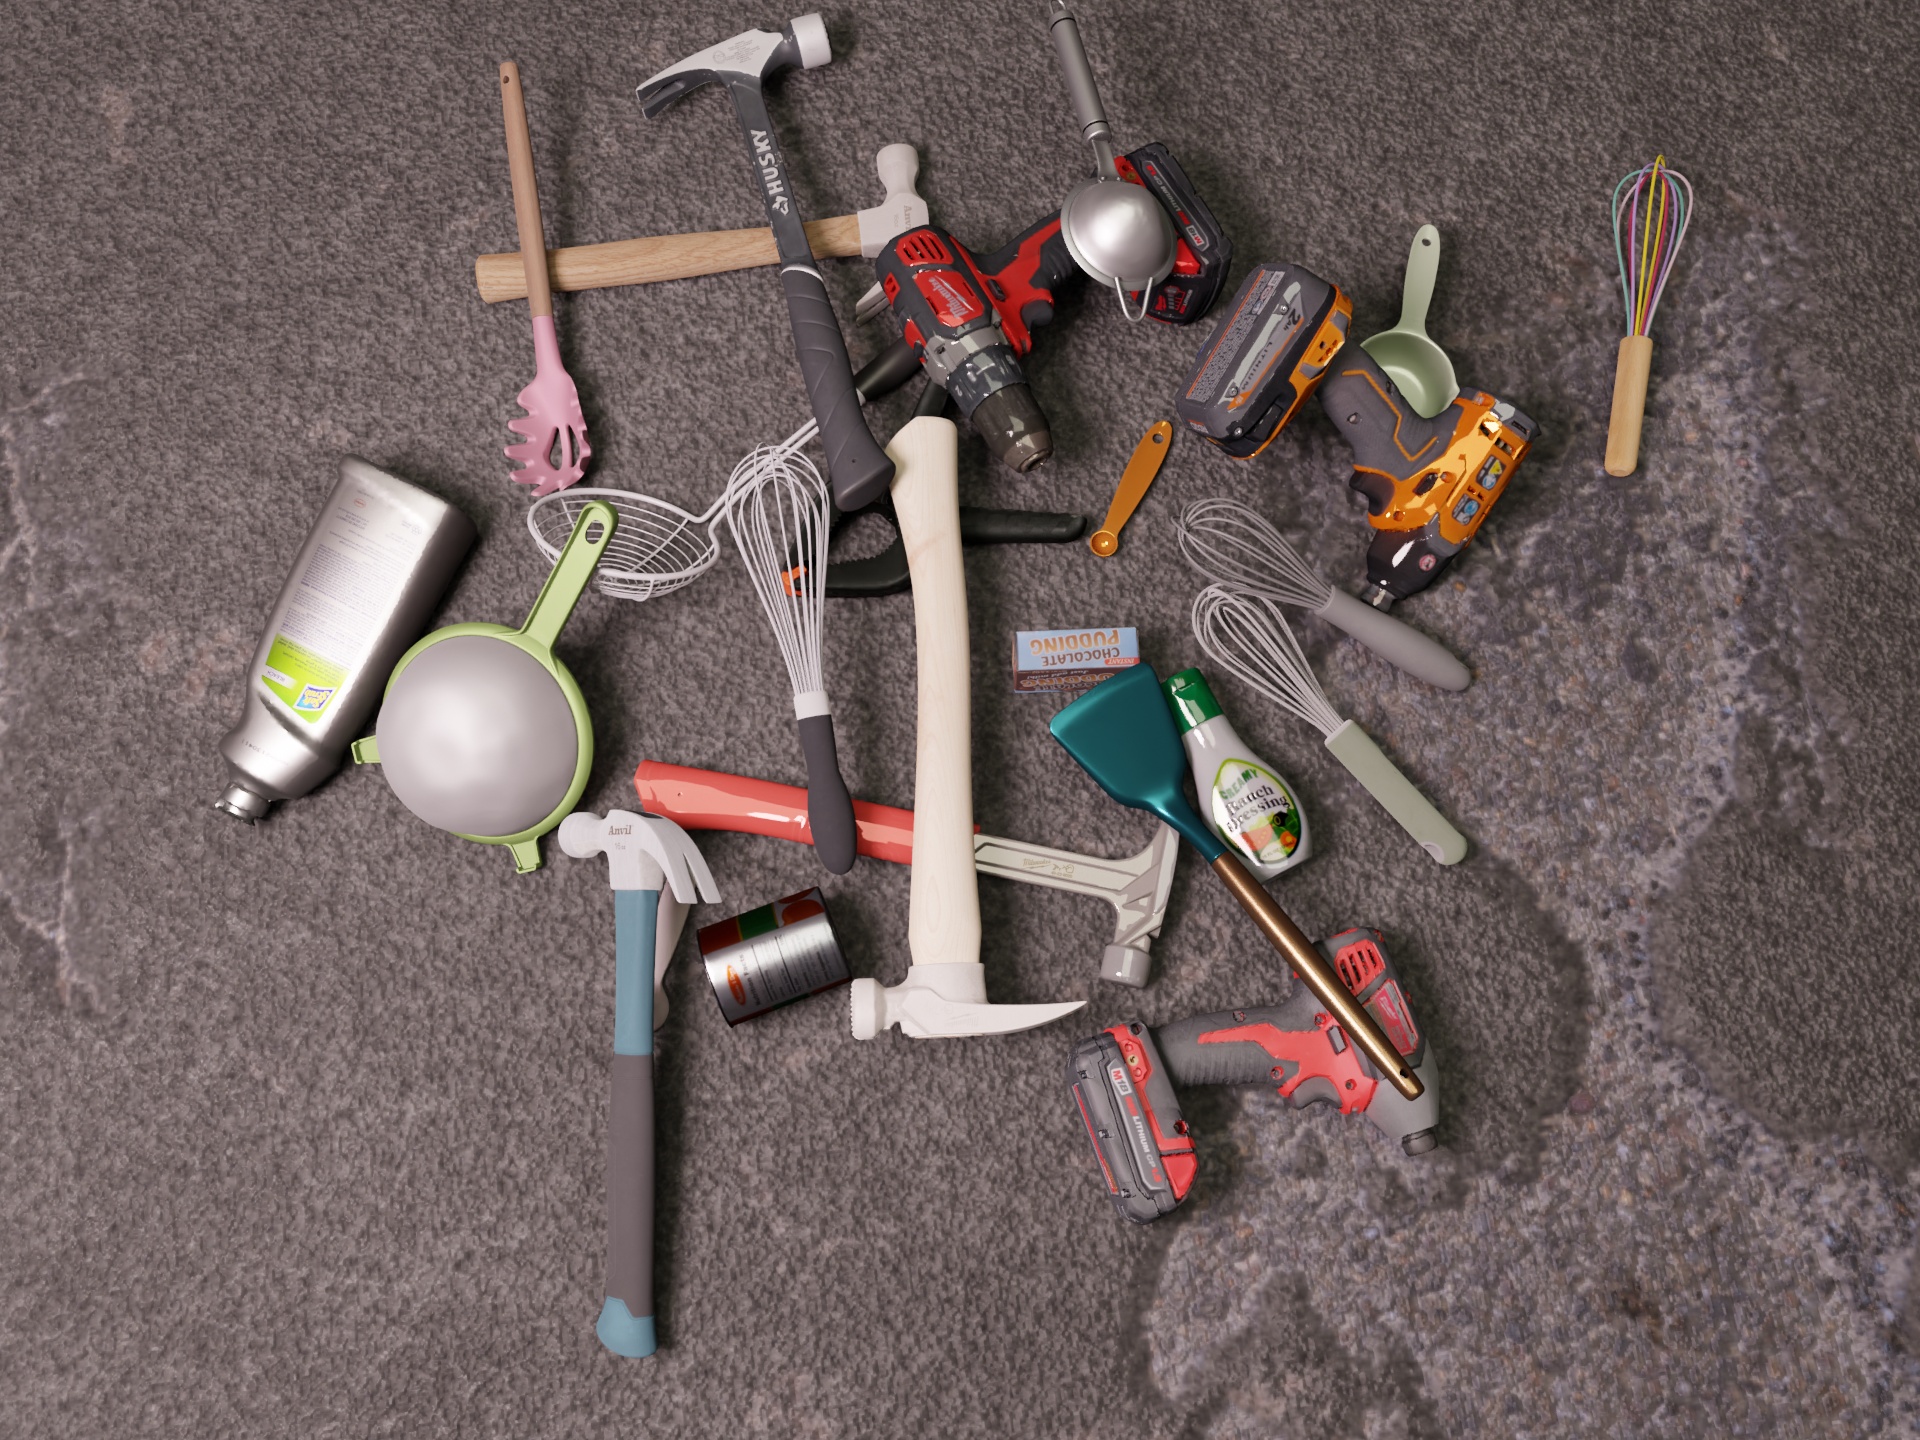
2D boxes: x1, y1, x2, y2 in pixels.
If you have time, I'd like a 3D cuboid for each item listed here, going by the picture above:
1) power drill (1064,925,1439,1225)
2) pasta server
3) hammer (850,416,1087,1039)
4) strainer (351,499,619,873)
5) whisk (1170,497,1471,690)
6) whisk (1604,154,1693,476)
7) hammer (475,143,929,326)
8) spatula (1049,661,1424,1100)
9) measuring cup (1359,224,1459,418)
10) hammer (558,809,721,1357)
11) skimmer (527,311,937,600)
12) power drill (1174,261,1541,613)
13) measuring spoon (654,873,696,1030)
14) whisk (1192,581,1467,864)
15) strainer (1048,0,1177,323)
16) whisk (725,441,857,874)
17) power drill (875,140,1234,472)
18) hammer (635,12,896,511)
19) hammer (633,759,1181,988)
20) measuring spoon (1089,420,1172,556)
[{"bbox_3d":[0.187,0.228,0.990,0.219,0.078,0.143,-19,76,-7],"label":"power drill"},{"bbox_3d":[-0.303,-0.313,1.127,0.060,0.040,0.316,-9,88,14],"label":"pasta server"},{"bbox_3d":[-0.002,-0.003,1.034,0.146,0.038,0.411,-2,76,-2],"label":"hammer"},{"bbox_3d":[-0.291,-0.027,1.007,0.151,0.069,0.256,34,108,3],"label":"strainer"},{"bbox_3d":[0.242,-0.080,1.059,0.239,0.055,0.055,28,77,-12],"label":"whisk"},{"bbox_3d":[0.485,-0.292,1.137,0.051,0.047,0.245,12,79,2],"label":"whisk"},{"bbox_3d":[-0.187,-0.340,1.164,0.331,0.031,0.130,-7,75,-1],"label":"hammer"},{"bbox_3d":[0.177,0.102,0.986,0.082,0.044,0.318,-32,65,-14],"label":"spatula"},{"bbox_3d":[0.318,-0.275,1.138,0.083,0.038,0.168,14,74,4],"label":"measuring cup"},{"bbox_3d":[-0.204,0.221,0.990,0.128,0.033,0.331,-5,82,40],"label":"hammer"},{"bbox_3d":[-0.129,-0.208,1.098,0.363,0.090,0.127,-41,53,-11],"label":"skimmer"},{"bbox_3d":[0.257,-0.180,1.052,0.226,0.084,0.164,28,98,-21],"label":"power drill"},{"bbox_3d":[-0.196,0.144,1.043,0.034,0.018,0.124,14,76,5],"label":"measuring spoon"},{"bbox_3d":[0.247,0.002,1.062,0.059,0.057,0.246,-40,83,-17],"label":"whisk"},{"bbox_3d":[0.095,-0.393,1.083,0.087,0.050,0.259,-6,70,-22],"label":"strainer"},{"bbox_3d":[-0.101,-0.041,1.027,0.070,0.070,0.284,-10,86,-2],"label":"whisk"},{"bbox_3d":[0.075,-0.286,1.105,0.226,0.080,0.188,-26,77,-14],"label":"power drill"},{"bbox_3d":[-0.120,-0.324,1.113,0.149,0.036,0.409,-16,68,-1],"label":"hammer"},{"bbox_3d":[-0.037,0.067,1.053,0.359,0.036,0.149,12,76,3],"label":"hammer"},{"bbox_3d":[0.122,-0.164,1.126,0.021,0.011,0.117,26,74,7],"label":"measuring spoon"}]
